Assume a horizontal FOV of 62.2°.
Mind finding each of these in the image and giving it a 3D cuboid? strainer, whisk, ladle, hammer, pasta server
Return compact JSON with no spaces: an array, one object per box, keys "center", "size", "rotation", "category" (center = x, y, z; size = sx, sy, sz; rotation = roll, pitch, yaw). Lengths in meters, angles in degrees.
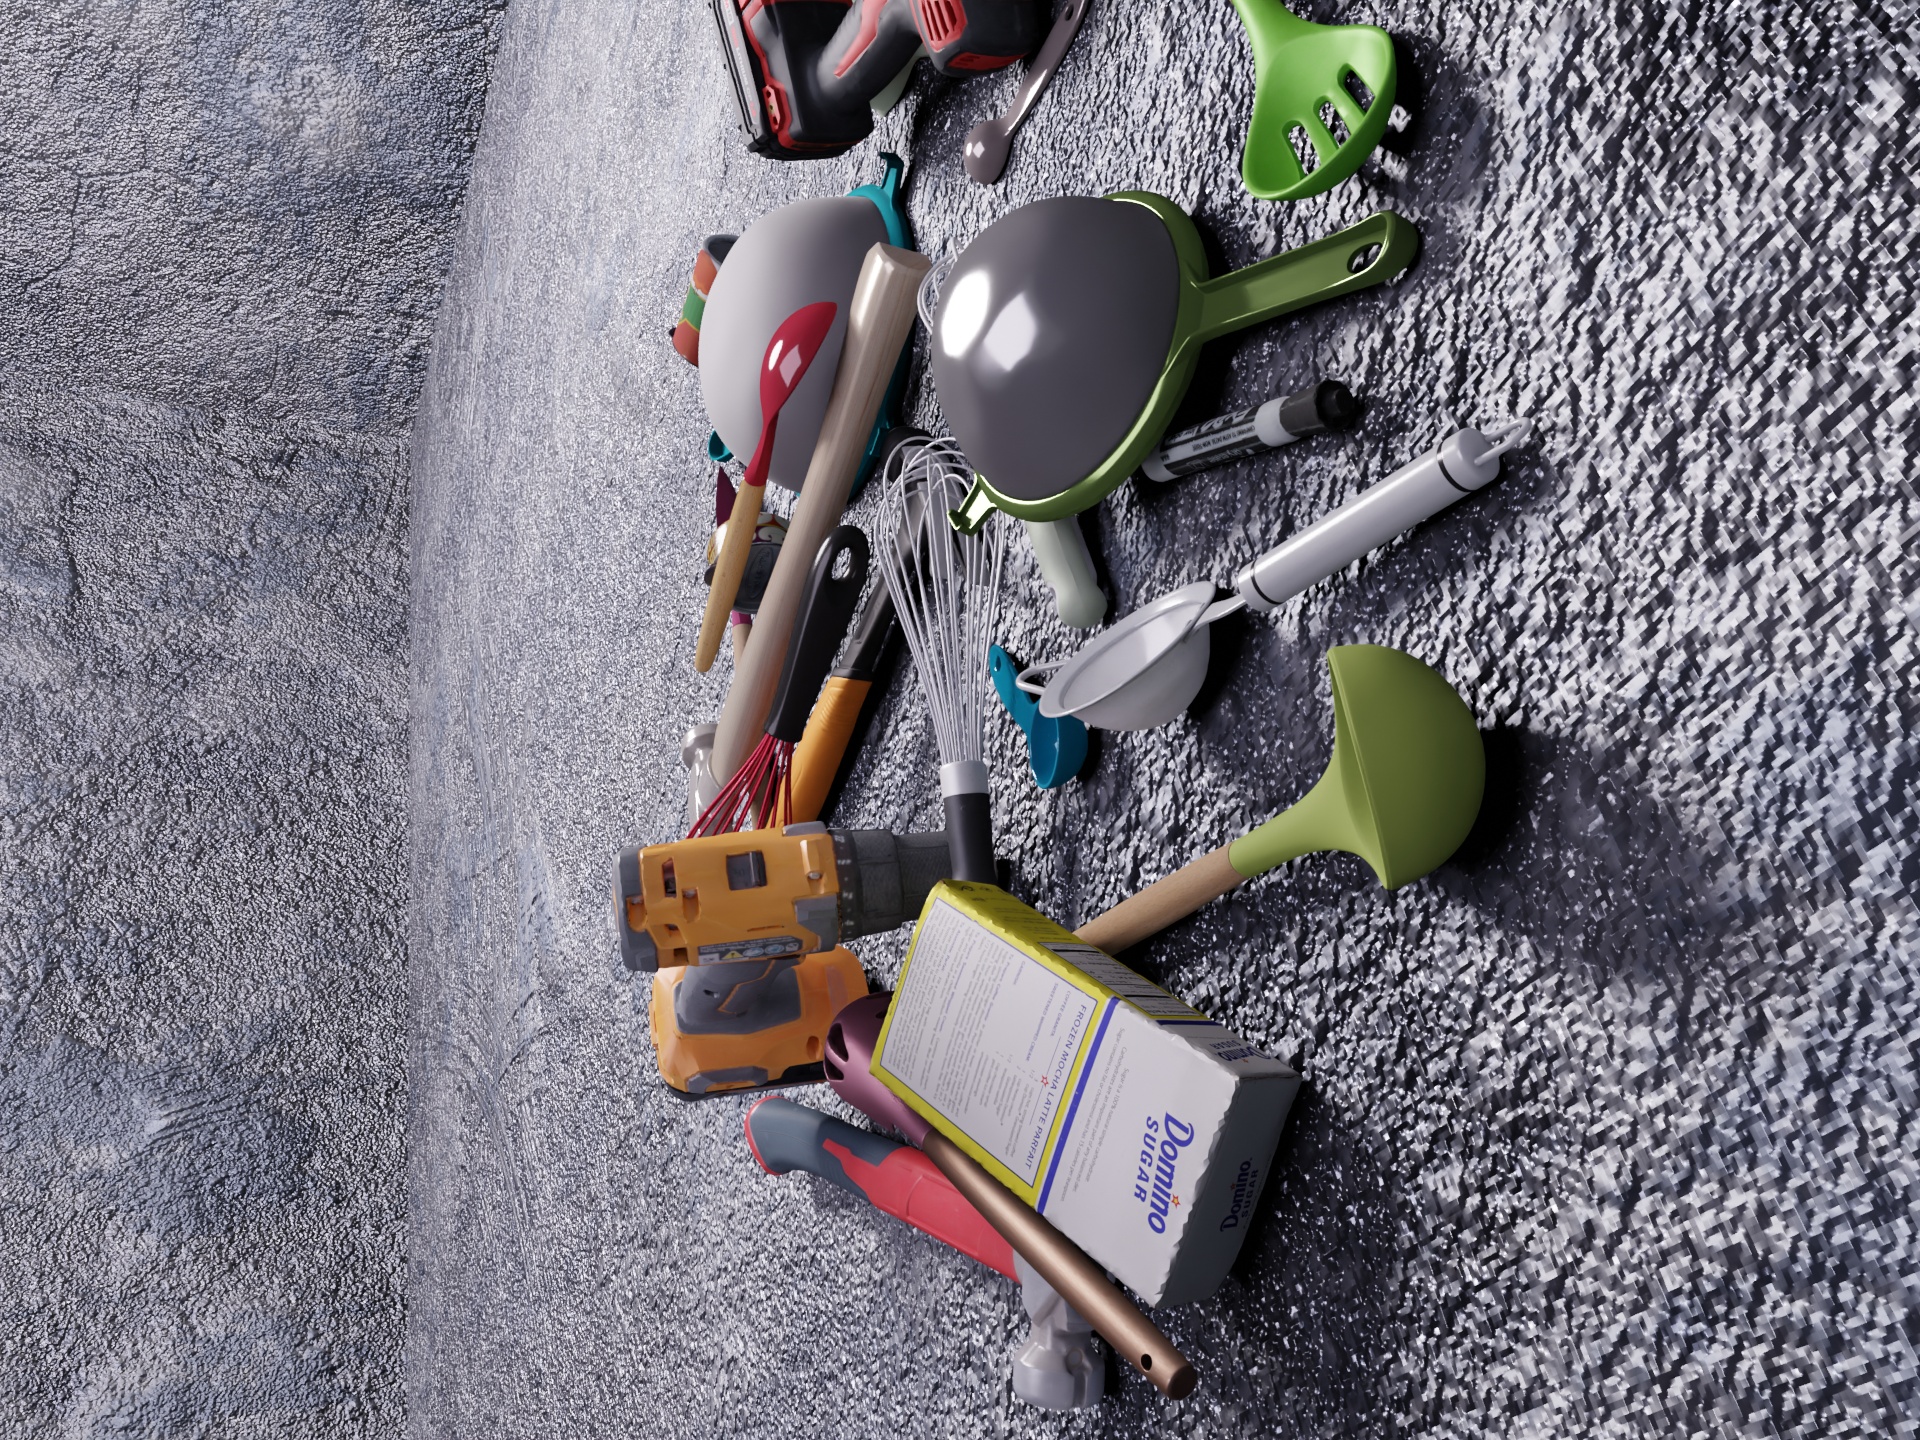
[{"center":[0.061,-0.167,0.637],"size":[0.256,0.069,0.151],"rotation":[-3,74,55],"category":"strainer"},{"center":[0.108,-0.045,0.587],"size":[0.087,0.050,0.258],"rotation":[-48,9,-37],"category":"strainer"},{"center":[-0.002,-0.003,0.759],"size":[0.070,0.070,0.285],"rotation":[-29,63,60],"category":"whisk"},{"center":[0.083,0.060,0.601],"size":[0.320,0.062,0.078],"rotation":[136,129,-57],"category":"ladle"},{"center":[0.028,-0.145,0.771],"size":[0.057,0.059,0.247],"rotation":[67,-174,-59],"category":"whisk"},{"center":[-0.096,-0.082,0.944],"size":[0.146,0.038,0.410],"rotation":[-109,35,-48],"category":"hammer"},{"center":[-0.070,-0.003,0.950],"size":[0.127,0.034,0.336],"rotation":[-110,35,-43],"category":"hammer"},{"center":[-0.143,-0.237,1.077],"size":[0.340,0.095,0.211],"rotation":[-15,72,61],"category":"strainer"},{"center":[-0.130,-0.131,0.981],"size":[0.315,0.031,0.069],"rotation":[117,170,-48],"category":"ladle"},{"center":[0.009,0.191,0.678],"size":[0.316,0.040,0.060],"rotation":[25,105,59],"category":"pasta server"},{"center":[-0.032,0.221,0.822],"size":[0.386,0.038,0.143],"rotation":[-8,76,63],"category":"hammer"},{"center":[-0.109,0.025,0.921],"size":[0.073,0.073,0.295],"rotation":[49,123,56],"category":"whisk"}]

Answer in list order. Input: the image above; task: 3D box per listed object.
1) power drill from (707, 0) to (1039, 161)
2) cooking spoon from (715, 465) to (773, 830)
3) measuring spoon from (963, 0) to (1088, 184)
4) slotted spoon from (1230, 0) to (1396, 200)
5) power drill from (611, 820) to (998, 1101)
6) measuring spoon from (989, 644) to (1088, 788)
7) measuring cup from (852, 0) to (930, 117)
[{"center":[-0.053,-0.427,0.883],"size":[0.227,0.080,0.188],"rotation":[-5,100,54],"category":"power drill"},{"center":[-0.153,-0.043,1.140],"size":[0.068,0.017,0.319],"rotation":[76,-176,-65],"category":"cooking spoon"},{"center":[0.031,-0.331,0.827],"size":[0.124,0.018,0.034],"rotation":[-48,43,50],"category":"measuring spoon"},{"center":[0.112,-0.312,0.647],"size":[0.070,0.031,0.314],"rotation":[-40,46,34],"category":"slotted spoon"},{"center":[-0.082,0.122,0.838],"size":[0.226,0.185,0.084],"rotation":[101,160,-58],"category":"power drill"},{"center":[0.037,-0.008,0.758],"size":[0.129,0.021,0.042],"rotation":[-117,32,-62],"category":"measuring spoon"},{"center":[-0.041,-0.416,0.967],"size":[0.168,0.038,0.083],"rotation":[-142,61,-63],"category":"measuring cup"}]
